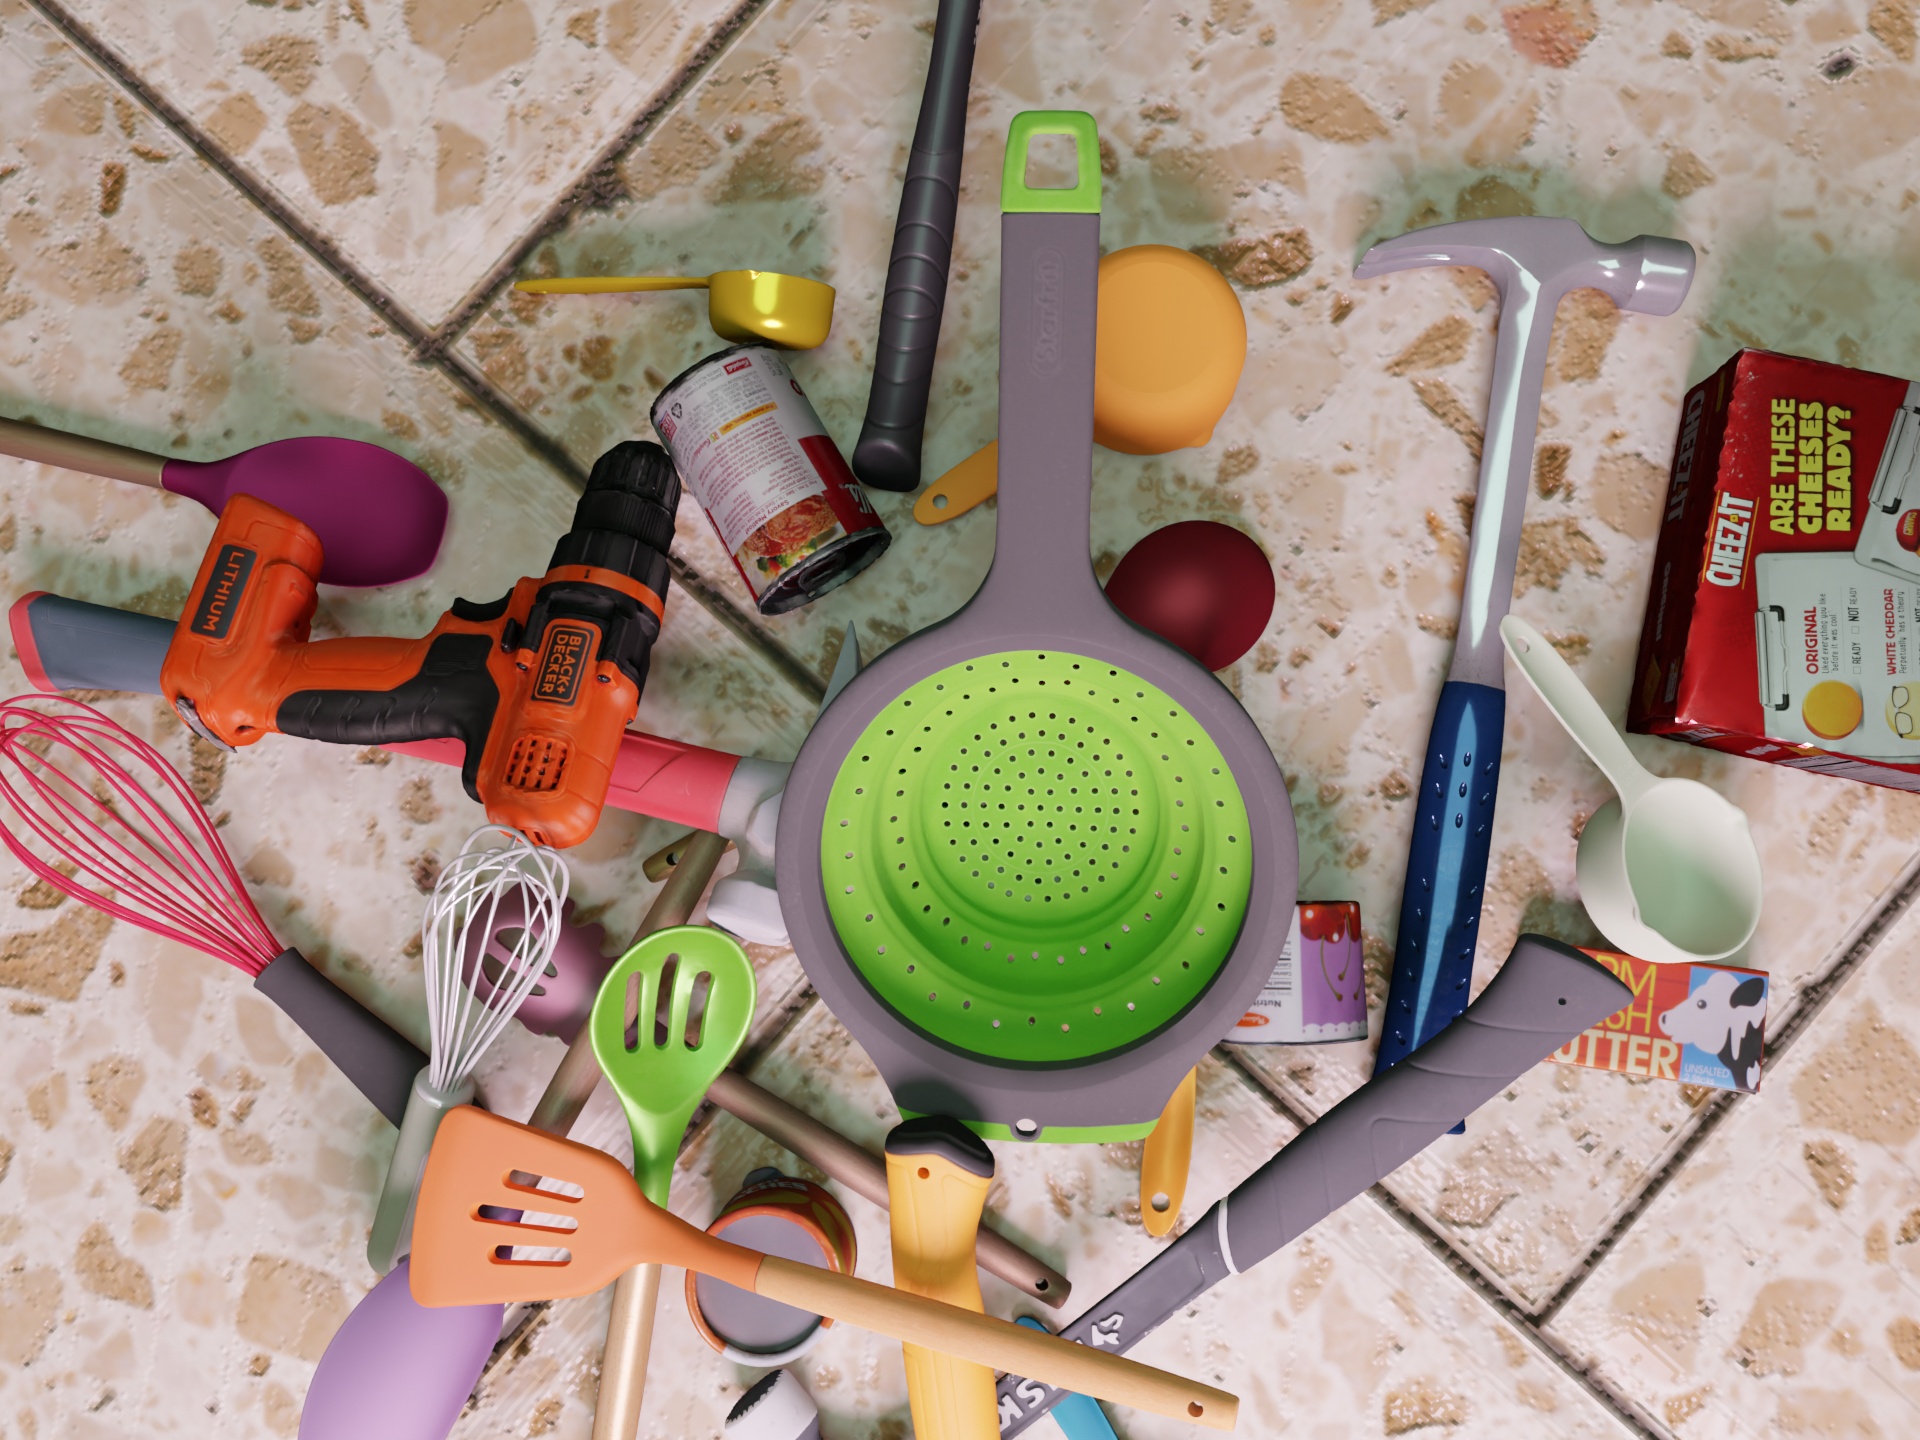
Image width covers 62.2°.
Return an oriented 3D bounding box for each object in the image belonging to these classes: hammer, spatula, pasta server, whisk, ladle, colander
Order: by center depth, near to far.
[{"bbox_3d":[-0.056,0.219,0.602,0.323,0.041,0.081,10,88,16],"label":"spatula"},{"bbox_3d":[-0.003,0.326,0.634,0.127,0.034,0.337,-6,93,8],"label":"hammer"},{"bbox_3d":[0.033,-0.031,0.643,0.204,0.094,0.397,2,103,4],"label":"colander"},{"bbox_3d":[0.097,0.226,0.645,0.409,0.036,0.149,-41,86,10],"label":"hammer"},{"bbox_3d":[-0.208,0.143,0.649,0.059,0.058,0.246,37,120,24],"label":"whisk"},{"bbox_3d":[-0.173,0.168,0.659,0.059,0.018,0.316,33,73,-16],"label":"spatula"},{"bbox_3d":[0.222,-0.027,0.701,0.144,0.035,0.405,9,85,3],"label":"hammer"},{"bbox_3d":[-0.089,0.169,0.702,0.316,0.040,0.060,31,87,1],"label":"pasta server"},{"bbox_3d":[-0.319,0.096,0.703,0.296,0.073,0.073,42,88,-1],"label":"whisk"},{"bbox_3d":[-0.007,-0.269,0.704,0.035,0.146,0.335,10,96,3],"label":"hammer"},{"bbox_3d":[-0.236,-0.016,0.705,0.386,0.038,0.143,13,67,9],"label":"hammer"},{"bbox_3d":[-0.001,-0.002,0.714,0.315,0.031,0.069,-27,86,1],"label":"ladle"}]

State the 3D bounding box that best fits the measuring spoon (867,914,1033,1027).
[{"bbox_3d":[-0.006,0.114,0.710,0.034,0.018,0.124,-40,78,-1],"label":"measuring spoon"}]

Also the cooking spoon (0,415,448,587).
[{"bbox_3d":[-0.393,-0.121,0.743,0.319,0.017,0.069,13,84,3],"label":"cooking spoon"}]

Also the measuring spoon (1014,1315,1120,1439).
[{"bbox_3d":[0.064,0.313,0.688,0.042,0.021,0.129,-38,75,12],"label":"measuring spoon"}]

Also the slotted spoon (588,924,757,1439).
[{"bbox_3d":[-0.138,0.234,0.672,0.070,0.031,0.314,6,97,-27],"label":"slotted spoon"}]

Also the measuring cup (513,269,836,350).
[{"bbox_3d":[-0.133,-0.187,0.729,0.156,0.062,0.029,4,95,13],"label":"measuring cup"}]

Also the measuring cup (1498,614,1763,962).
[{"bbox_3d":[0.270,0.028,0.673,0.083,0.038,0.167,-36,89,-26],"label":"measuring cup"}]

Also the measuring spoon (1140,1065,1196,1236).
[{"bbox_3d":[0.094,0.169,0.702,0.021,0.011,0.117,7,89,3],"label":"measuring spoon"}]

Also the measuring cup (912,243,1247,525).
[{"bbox_3d":[0.050,-0.144,0.709,0.173,0.052,0.095,-35,84,-3],"label":"measuring cup"}]
